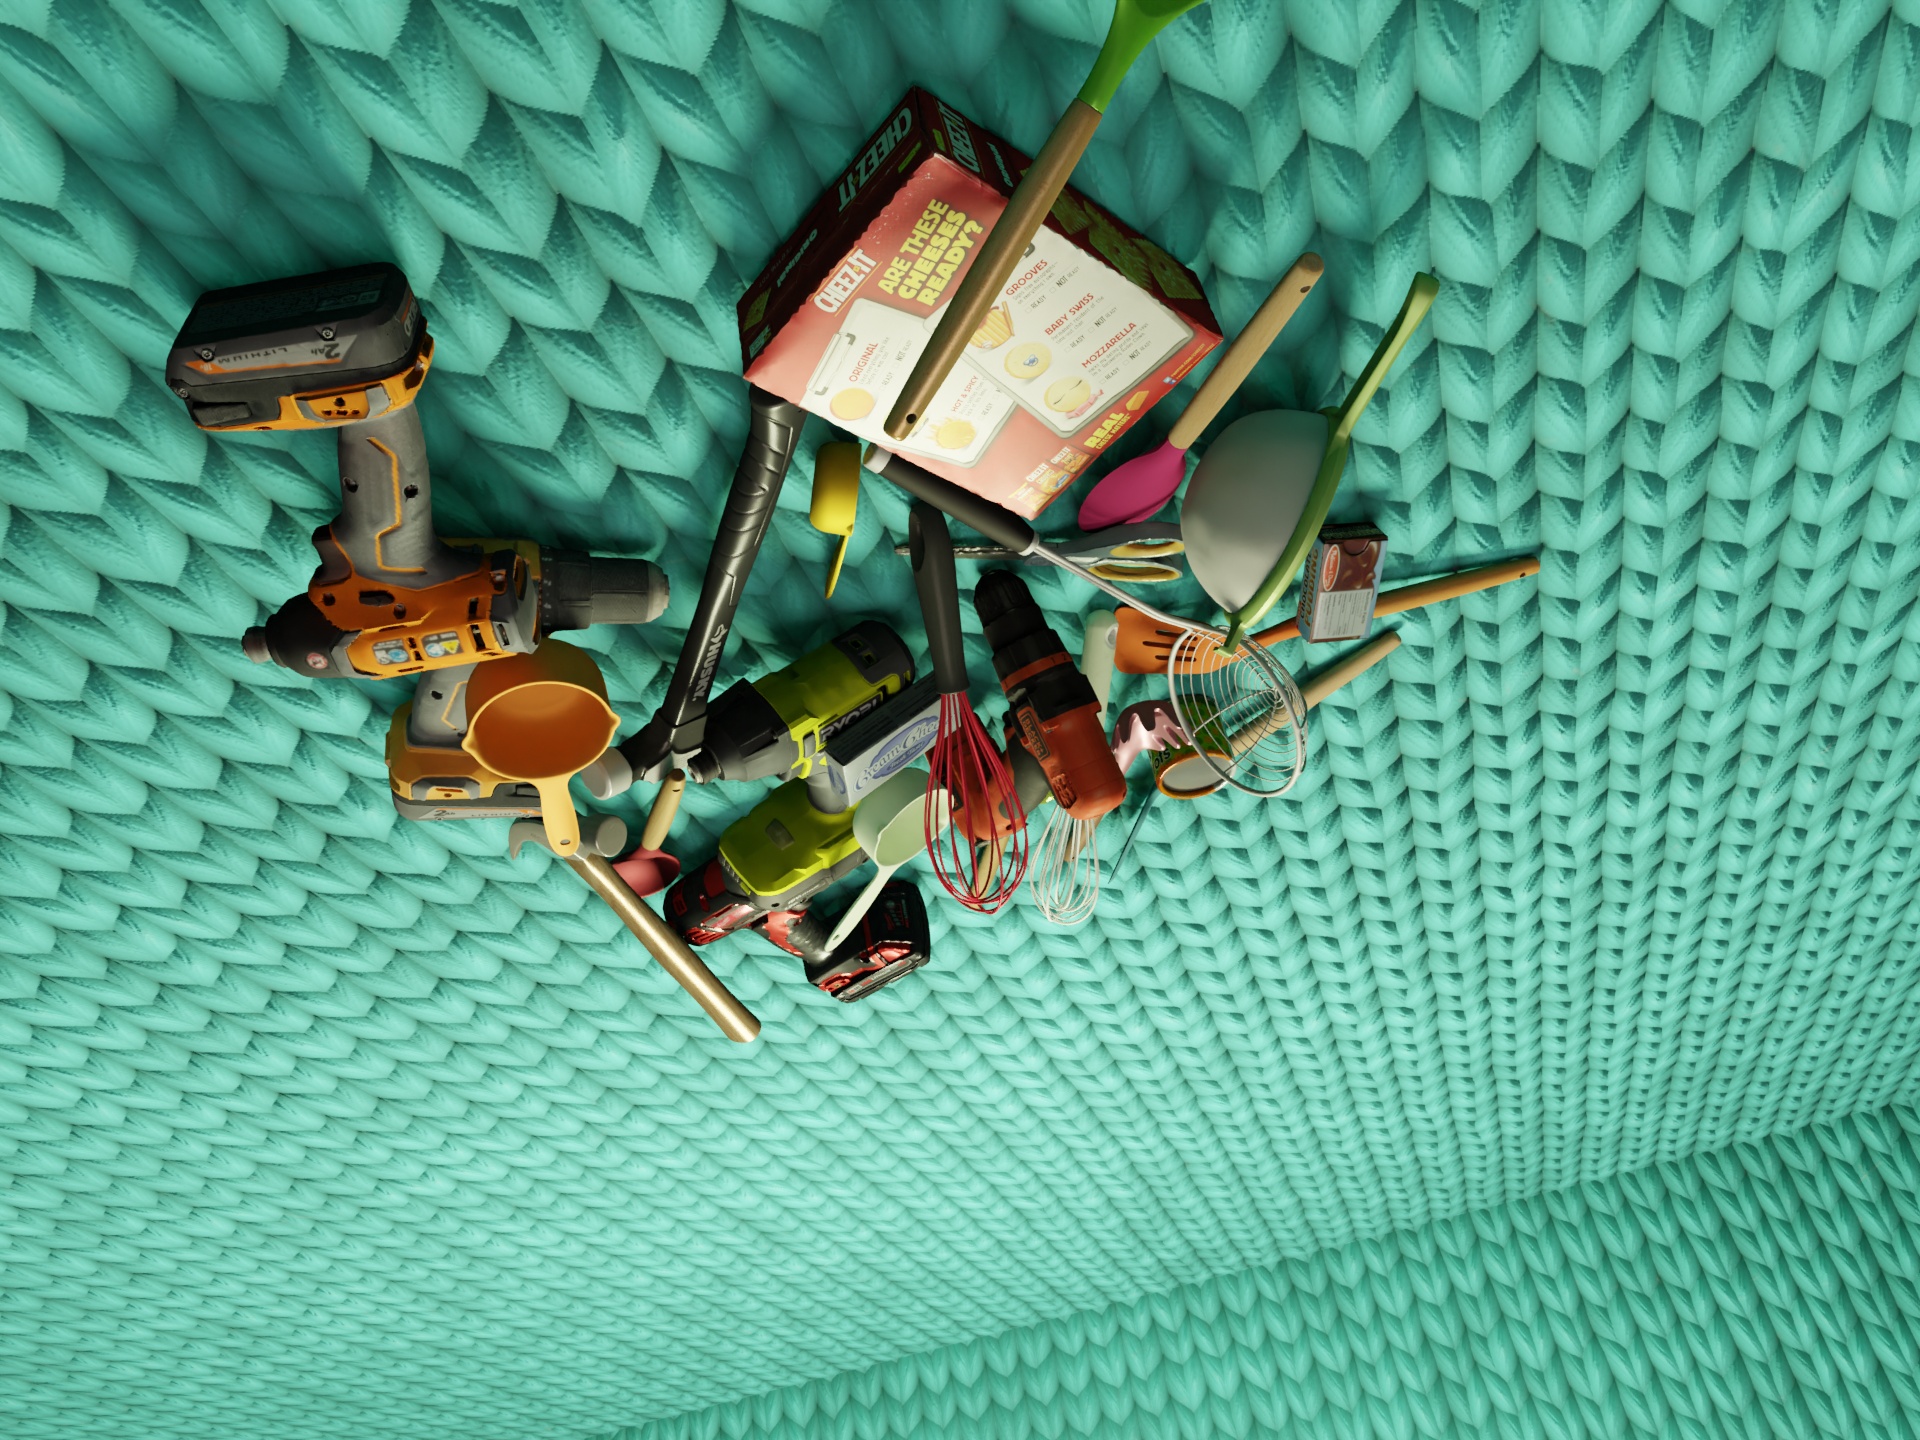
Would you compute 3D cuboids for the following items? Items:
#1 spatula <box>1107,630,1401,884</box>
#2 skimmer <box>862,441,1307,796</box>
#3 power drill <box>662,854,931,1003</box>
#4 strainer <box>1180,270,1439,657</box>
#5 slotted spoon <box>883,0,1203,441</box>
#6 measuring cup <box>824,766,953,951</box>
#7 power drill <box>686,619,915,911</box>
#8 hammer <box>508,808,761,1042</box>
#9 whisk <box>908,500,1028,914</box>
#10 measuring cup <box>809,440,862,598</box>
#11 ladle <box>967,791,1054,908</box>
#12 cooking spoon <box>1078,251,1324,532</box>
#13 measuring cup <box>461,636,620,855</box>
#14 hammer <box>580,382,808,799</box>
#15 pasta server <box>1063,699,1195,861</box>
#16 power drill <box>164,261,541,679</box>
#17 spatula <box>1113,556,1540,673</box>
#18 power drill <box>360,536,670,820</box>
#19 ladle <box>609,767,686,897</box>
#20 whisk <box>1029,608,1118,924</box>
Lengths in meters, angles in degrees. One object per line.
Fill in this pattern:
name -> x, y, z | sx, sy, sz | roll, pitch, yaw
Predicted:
spatula -> 0.234, 0.027, 1.309 | 0.317, 0.082, 0.044 | -37, 96, 27
skimmer -> 0.082, -0.063, 1.037 | 0.363, 0.090, 0.127 | 27, 166, -24
power drill -> -0.131, 0.164, 1.371 | 0.143, 0.079, 0.219 | -32, 140, 27
strainer -> 0.194, -0.170, 0.957 | 0.069, 0.152, 0.256 | 22, 136, -4
slotted spoon -> 0.045, -0.270, 0.756 | 0.070, 0.031, 0.313 | 19, 112, -37
measuring cup -> -0.068, 0.103, 1.194 | 0.083, 0.038, 0.167 | -2, 132, -55
power drill -> -0.118, 0.040, 1.156 | 0.171, 0.080, 0.223 | -32, 154, -24
hammer -> -0.251, 0.169, 1.280 | 0.130, 0.031, 0.331 | 8, 145, 32
whisk -> -0.002, -0.003, 1.071 | 0.073, 0.073, 0.295 | -10, 109, -3
measuring cup -> -0.086, -0.121, 1.011 | 0.029, 0.062, 0.156 | 7, 153, -9
ladle -> 0.048, 0.093, 1.344 | 0.062, 0.078, 0.320 | 17, 148, 0
cooking spoon -> 0.138, -0.178, 0.935 | 0.068, 0.017, 0.318 | -11, 165, -17
measuring cup -> -0.265, 0.018, 1.018 | 0.095, 0.052, 0.173 | -10, 140, -13
hammer -> -0.146, -0.088, 1.010 | 0.146, 0.035, 0.334 | -27, 153, -44
pasta server -> 0.122, 0.059, 1.292 | 0.060, 0.040, 0.316 | -5, 155, -12
power drill -> -0.337, -0.118, 0.858 | 0.164, 0.084, 0.226 | -10, 129, -2
spatula -> 0.273, -0.084, 1.185 | 0.322, 0.041, 0.081 | -14, 145, -3
power drill -> -0.293, -0.031, 1.049 | 0.185, 0.084, 0.226 | -1, 140, -18
ladle -> -0.233, 0.086, 1.204 | 0.069, 0.031, 0.315 | -9, 164, -20
whisk -> 0.089, 0.037, 1.182 | 0.058, 0.059, 0.246 | -16, 117, -55
